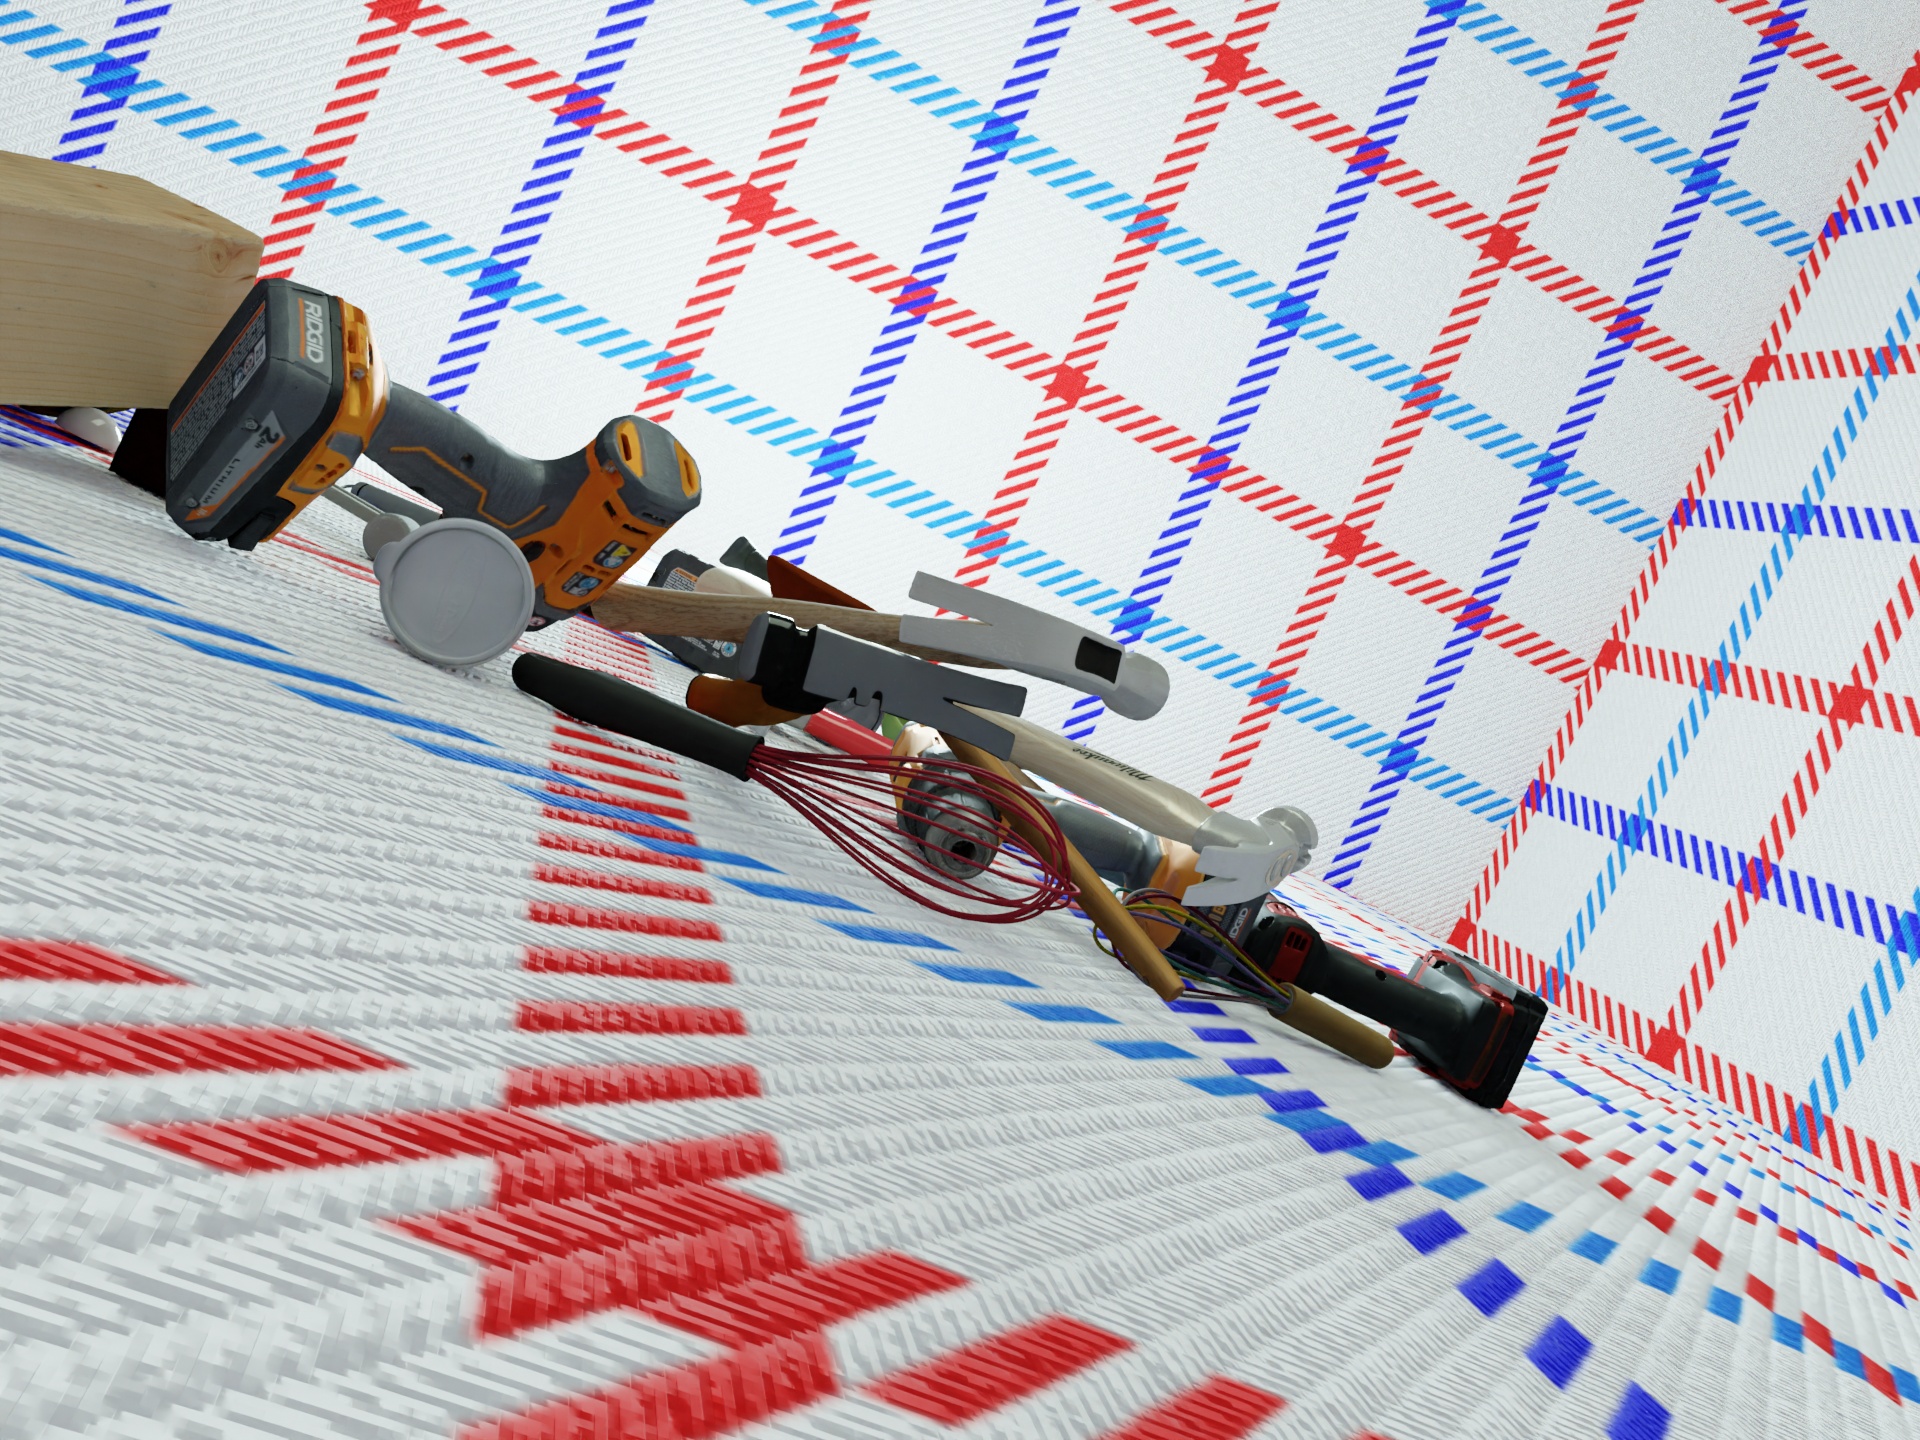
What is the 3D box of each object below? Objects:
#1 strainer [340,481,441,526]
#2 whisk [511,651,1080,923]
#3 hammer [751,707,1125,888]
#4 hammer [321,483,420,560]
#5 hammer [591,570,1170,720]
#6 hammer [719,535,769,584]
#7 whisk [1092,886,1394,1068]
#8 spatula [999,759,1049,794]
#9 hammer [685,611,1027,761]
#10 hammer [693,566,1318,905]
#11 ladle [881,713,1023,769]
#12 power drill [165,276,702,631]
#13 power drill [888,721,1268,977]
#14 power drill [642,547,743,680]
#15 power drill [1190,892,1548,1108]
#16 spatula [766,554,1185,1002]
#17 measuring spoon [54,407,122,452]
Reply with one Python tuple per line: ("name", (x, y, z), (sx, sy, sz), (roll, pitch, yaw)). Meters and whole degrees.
("strainer", (-0.361, -0.133, 1.156), (0.258, 0.050, 0.087), (23, 44, 25))
("whisk", (-0.080, 0.025, 0.753), (0.296, 0.073, 0.073), (21, 2, 9))
("hammer", (0.025, 0.065, 1.139), (0.386, 0.038, 0.143), (26, 4, -10))
("hammer", (-0.477, -0.191, 1.027), (0.359, 0.037, 0.149), (30, 3, 2))
("hammer", (-0.068, -0.046, 0.790), (0.331, 0.031, 0.130), (8, -8, 38))
("hammer", (-0.080, -0.057, 1.448), (0.335, 0.035, 0.146), (37, -17, 1))
("whisk", (0.162, 0.149, 0.887), (0.244, 0.047, 0.051), (30, 13, -33))
("spatula", (0.008, 0.017, 1.144), (0.316, 0.018, 0.059), (40, -6, 42))
("hammer", (-0.084, -0.012, 0.830), (0.127, 0.034, 0.337), (17, -7, -19))
("hammer", (-0.001, -0.003, 0.919), (0.411, 0.038, 0.146), (26, 16, 27))
("ladle", (0.013, 0.014, 1.231), (0.078, 0.062, 0.320), (35, -11, -19))
("power drill", (-0.264, -0.111, 0.791), (0.226, 0.164, 0.084), (18, 47, -44))
("power drill", (0.066, 0.075, 0.939), (0.226, 0.084, 0.185), (22, 11, -10))
("power drill", (-0.174, -0.067, 1.351), (0.171, 0.080, 0.223), (29, 0, 22))
("power drill", (0.253, 0.166, 1.071), (0.226, 0.080, 0.188), (23, 3, -13))
("spatula", (0.003, 0.027, 0.829), (0.323, 0.041, 0.081), (49, -18, 28))
("measuring spoon", (-0.462, -0.158, 0.901), (0.034, 0.018, 0.124), (27, 2, 7))
